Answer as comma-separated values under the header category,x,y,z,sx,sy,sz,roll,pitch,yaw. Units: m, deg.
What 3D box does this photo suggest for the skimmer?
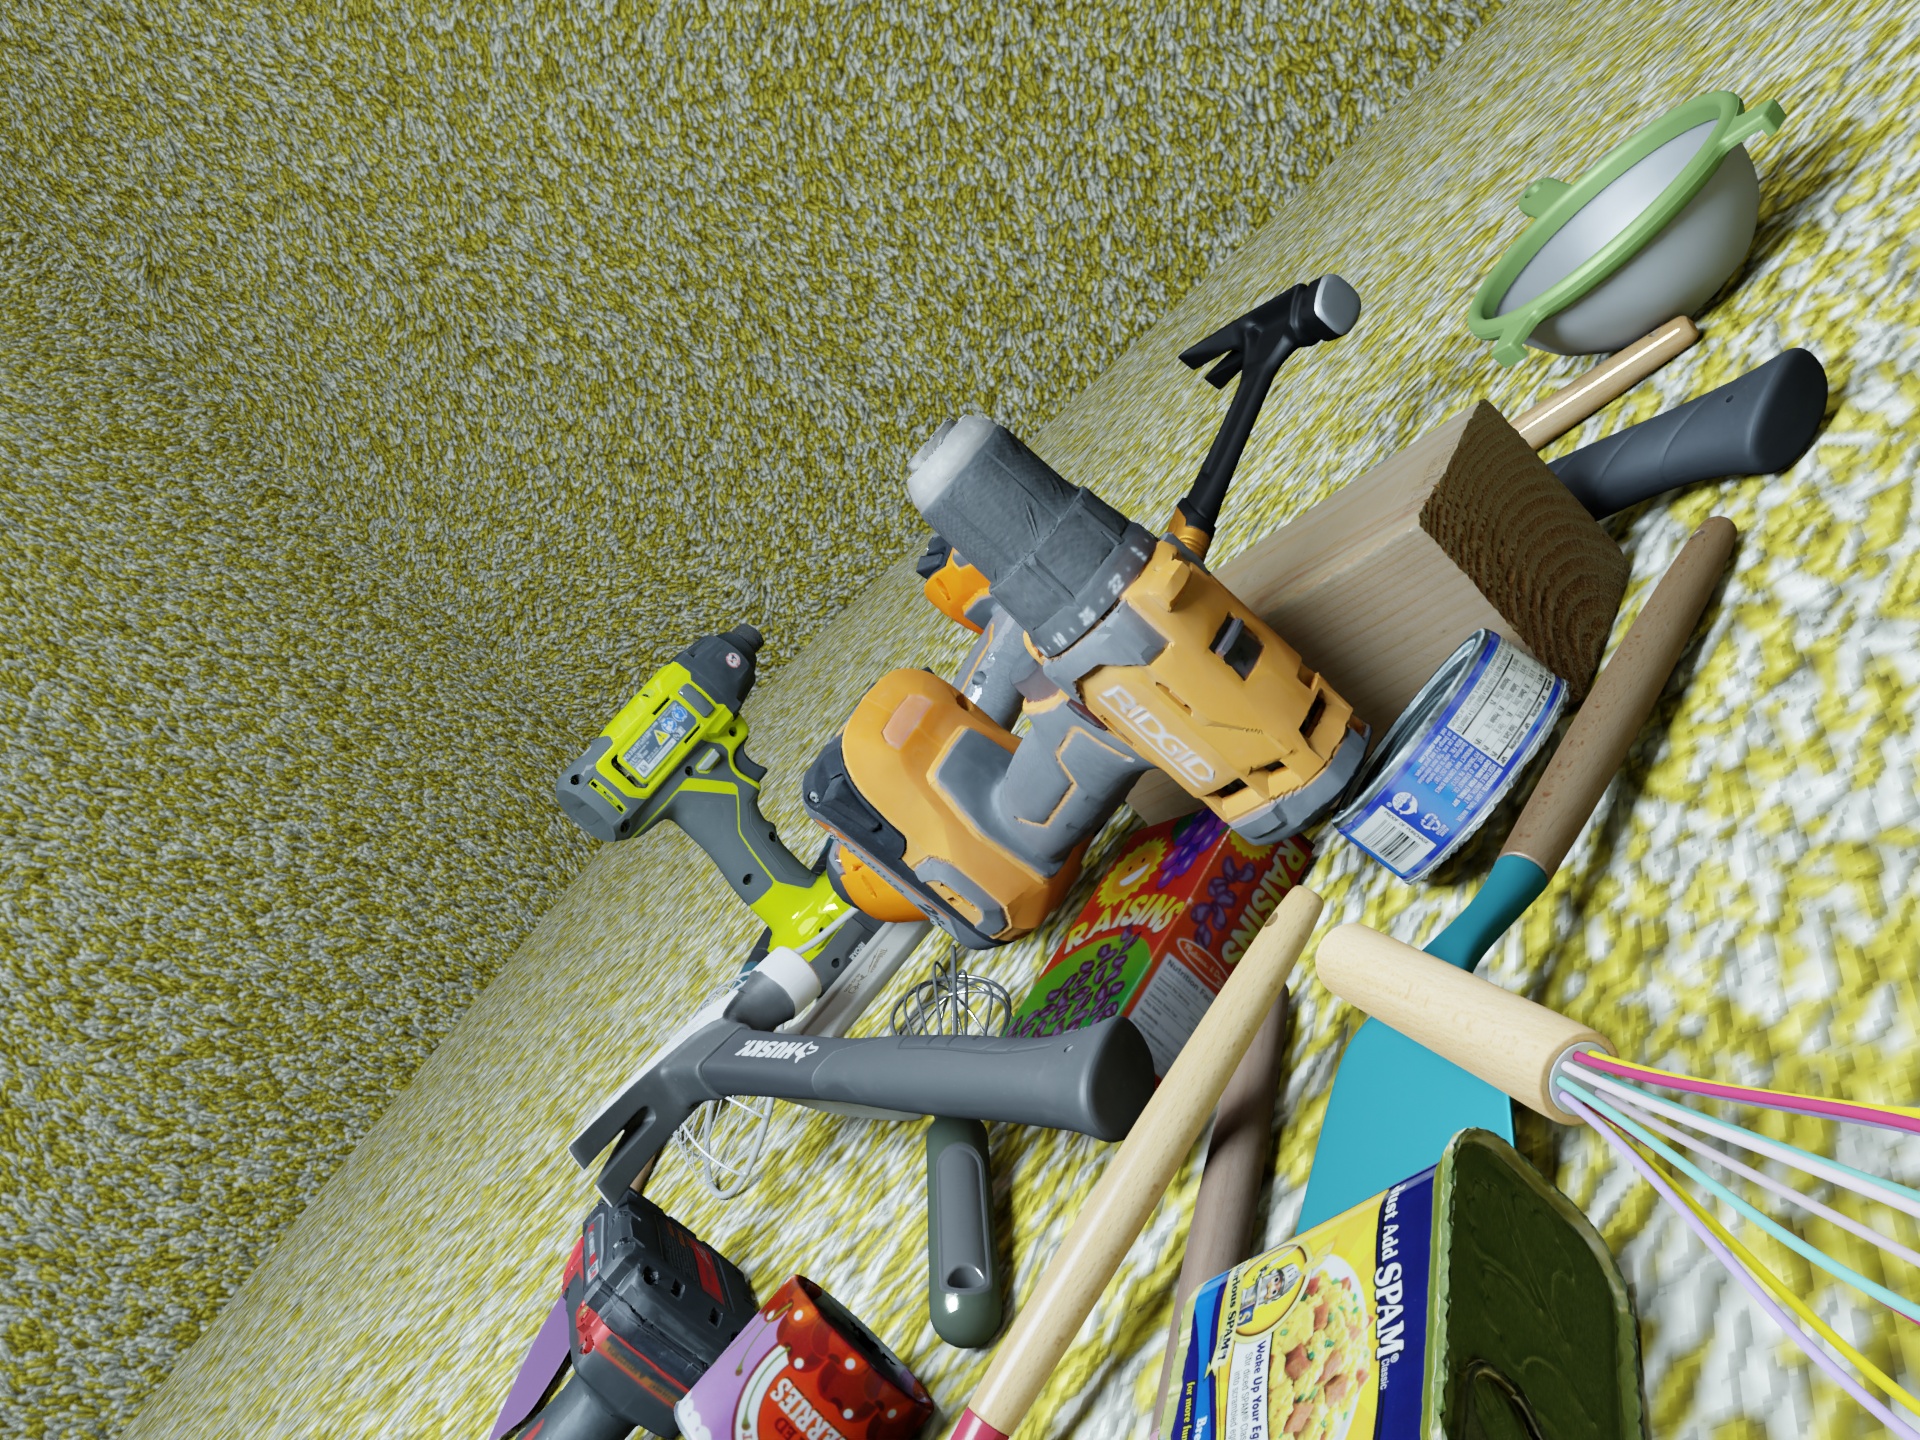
category,x,y,z,sx,sy,sz,roll,pitch,yaw
skimmer,-0.034,0.127,0.954,0.363,0.090,0.127,-39,7,-24

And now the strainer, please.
category,x,y,z,sx,sy,sz,roll,pitch,yaw
strainer,0.331,-0.240,0.810,0.151,0.069,0.256,-44,9,22

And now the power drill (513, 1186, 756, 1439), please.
category,x,y,z,sx,sy,sz,roll,pitch,yaw
power drill,-0.196,0.326,0.713,0.227,0.080,0.188,-51,11,-9

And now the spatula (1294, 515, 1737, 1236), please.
category,x,y,z,sx,sy,sz,roll,pitch,yaw
spatula,0.182,0.037,0.474,0.317,0.044,0.082,-47,9,-33

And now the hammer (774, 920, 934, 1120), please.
category,x,y,z,sx,sy,sz,roll,pitch,yaw
hammer,0.012,0.074,0.886,0.149,0.036,0.359,1,36,42

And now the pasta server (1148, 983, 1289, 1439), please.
category,x,y,z,sx,sy,sz,roll,pitch,yaw
pasta server,0.057,0.166,0.425,0.060,0.040,0.316,-53,3,35

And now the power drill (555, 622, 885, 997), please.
category,x,y,z,sx,sy,sz,roll,pitch,yaw
power drill,-0.126,0.057,1.035,0.171,0.223,0.080,-51,12,-28

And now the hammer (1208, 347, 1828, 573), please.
category,x,y,z,sx,sy,sz,roll,pitch,yaw
hammer,0.196,-0.070,0.728,0.409,0.036,0.149,-25,38,55

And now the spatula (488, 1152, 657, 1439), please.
category,x,y,z,sx,sy,sz,roll,pitch,yaw
spatula,-0.218,0.314,0.991,0.059,0.018,0.316,-42,12,22

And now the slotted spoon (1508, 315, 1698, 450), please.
category,x,y,z,sx,sy,sz,roll,pitch,yaw
slotted spoon,0.233,-0.110,0.820,0.313,0.031,0.070,-35,20,40

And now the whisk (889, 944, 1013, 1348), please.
category,x,y,z,sx,sy,sz,roll,pitch,yaw
whisk,-0.001,0.163,0.645,0.058,0.059,0.246,-1,19,-2

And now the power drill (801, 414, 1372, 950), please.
category,x,y,z,sx,sy,sz,roll,pitch,yaw
power drill,0.019,-0.007,0.613,0.226,0.185,0.084,-36,16,54

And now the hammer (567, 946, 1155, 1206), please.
category,x,y,z,sx,sy,sz,roll,pitch,yaw
hammer,-0.043,0.142,0.631,0.146,0.035,0.335,-41,15,-32

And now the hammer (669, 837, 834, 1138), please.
category,x,y,z,sx,sy,sz,roll,pitch,yaw
hammer,-0.141,0.173,1.126,0.128,0.033,0.331,-58,-1,32

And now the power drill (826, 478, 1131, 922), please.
category,x,y,z,sx,sy,sz,roll,pitch,yaw
power drill,-0.001,-0.003,0.825,0.164,0.084,0.227,-20,46,62

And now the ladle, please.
category,x,y,z,sx,sy,sz,roll,pitch,yaw
ladle,0.021,0.179,0.461,0.315,0.031,0.069,-55,13,-14

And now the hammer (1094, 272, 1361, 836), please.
category,x,y,z,sx,sy,sz,roll,pitch,yaw
hammer,0.112,-0.086,0.846,0.127,0.034,0.337,-15,45,60

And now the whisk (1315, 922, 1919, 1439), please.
category,x,y,z,sx,sy,sz,roll,pitch,yaw
whisk,0.143,0.077,0.325,0.051,0.047,0.245,-13,11,-15
